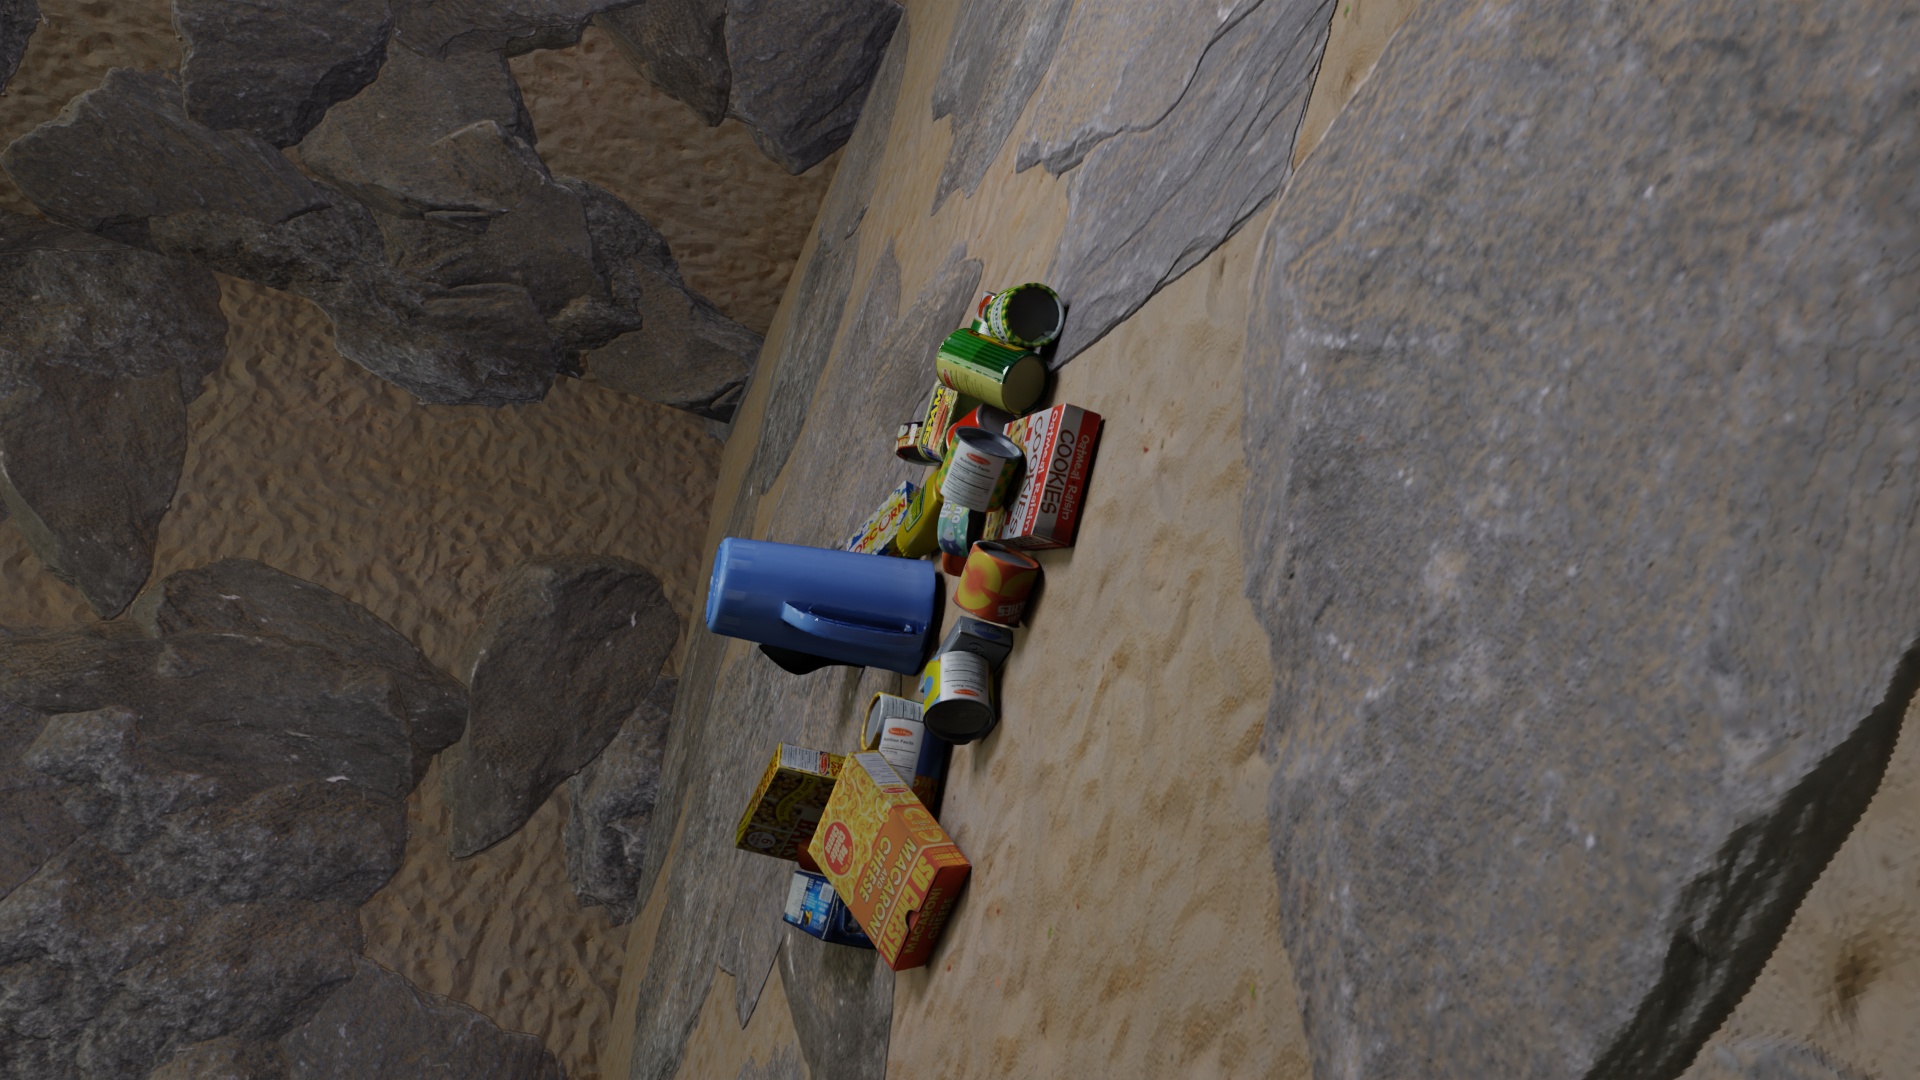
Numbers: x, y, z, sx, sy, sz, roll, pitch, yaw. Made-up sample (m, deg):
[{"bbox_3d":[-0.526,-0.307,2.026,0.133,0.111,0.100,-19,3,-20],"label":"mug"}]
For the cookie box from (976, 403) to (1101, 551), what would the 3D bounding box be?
[{"bbox_3d":[0.071,-0.055,1.289,0.167,0.040,0.123,172,113,-73],"label":"cookie box"}]

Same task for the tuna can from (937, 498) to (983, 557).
[{"bbox_3d":[0.005,-0.017,1.370,0.071,0.033,0.071,10,-89,-67],"label":"tuna can"}]

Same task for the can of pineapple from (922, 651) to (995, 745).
[{"bbox_3d":[-0.002,0.146,1.287,0.058,0.071,0.070,-90,23,-44],"label":"can of pineapple"}]

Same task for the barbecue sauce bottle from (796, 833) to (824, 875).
[{"bbox_3d":[-0.125,0.346,1.512,0.148,0.065,0.043,-12,84,62],"label":"barbecue sauce bottle"}]

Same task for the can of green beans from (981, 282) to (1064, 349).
[{"bbox_3d":[0.066,-0.229,1.423,0.058,0.071,0.071,-165,91,-74],"label":"can of green beans"}]

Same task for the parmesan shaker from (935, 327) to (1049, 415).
[{"bbox_3d":[0.034,-0.170,1.410,0.103,0.071,0.071,27,102,43],"label":"parmesan shaker"}]

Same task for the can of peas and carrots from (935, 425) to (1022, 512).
[{"bbox_3d":[0.017,-0.067,1.286,0.071,0.071,0.058,-109,37,-63],"label":"can of peas and carrots"}]

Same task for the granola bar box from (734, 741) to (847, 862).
[{"bbox_3d":[-0.175,0.307,1.595,0.039,0.124,0.164,-93,25,-47],"label":"granola bar box"}]

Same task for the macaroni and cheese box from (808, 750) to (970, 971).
[{"bbox_3d":[-0.071,0.295,1.293,0.167,0.040,0.123,44,119,43],"label":"macaroni and cheese box"}]

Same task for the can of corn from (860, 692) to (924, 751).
[{"bbox_3d":[-0.068,0.199,1.466,0.071,0.058,0.071,-162,89,-74],"label":"can of corn"}]

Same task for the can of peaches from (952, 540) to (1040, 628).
[{"bbox_3d":[0.035,0.039,1.273,0.071,0.071,0.058,-125,53,-70],"label":"can of peaches"}]

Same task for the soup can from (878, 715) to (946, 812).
[{"bbox_3d":[-0.050,0.223,1.376,0.071,0.071,0.084,151,132,-68],"label":"soup can"}]

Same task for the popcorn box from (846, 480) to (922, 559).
[{"bbox_3d":[-0.090,-0.002,1.710,0.126,0.038,0.085,-44,29,27],"label":"popcorn box"}]

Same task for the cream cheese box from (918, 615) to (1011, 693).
[{"bbox_3d":[0.004,0.115,1.319,0.024,0.053,0.103,-87,21,-44],"label":"cream cheese box"}]

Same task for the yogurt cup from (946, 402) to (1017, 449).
[{"bbox_3d":[0.027,-0.108,1.445,0.053,0.072,0.073,-44,33,45],"label":"yogurt cup"}]

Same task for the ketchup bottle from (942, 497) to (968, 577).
[{"bbox_3d":[0.004,-0.033,1.479,0.149,0.043,0.064,-90,17,-45],"label":"ketchup bottle"}]

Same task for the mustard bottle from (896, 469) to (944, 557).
[{"bbox_3d":[-0.040,-0.019,1.599,0.159,0.049,0.065,127,155,-51],"label":"mustard bottle"}]

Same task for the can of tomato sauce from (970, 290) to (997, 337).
[{"bbox_3d":[0.041,-0.219,1.496,0.071,0.071,0.083,-123,52,-69],"label":"can of tomato sauce"}]

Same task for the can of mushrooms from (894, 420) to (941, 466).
[{"bbox_3d":[-0.045,-0.117,1.678,0.071,0.071,0.033,148,135,-66],"label":"can of mushrooms"}]
